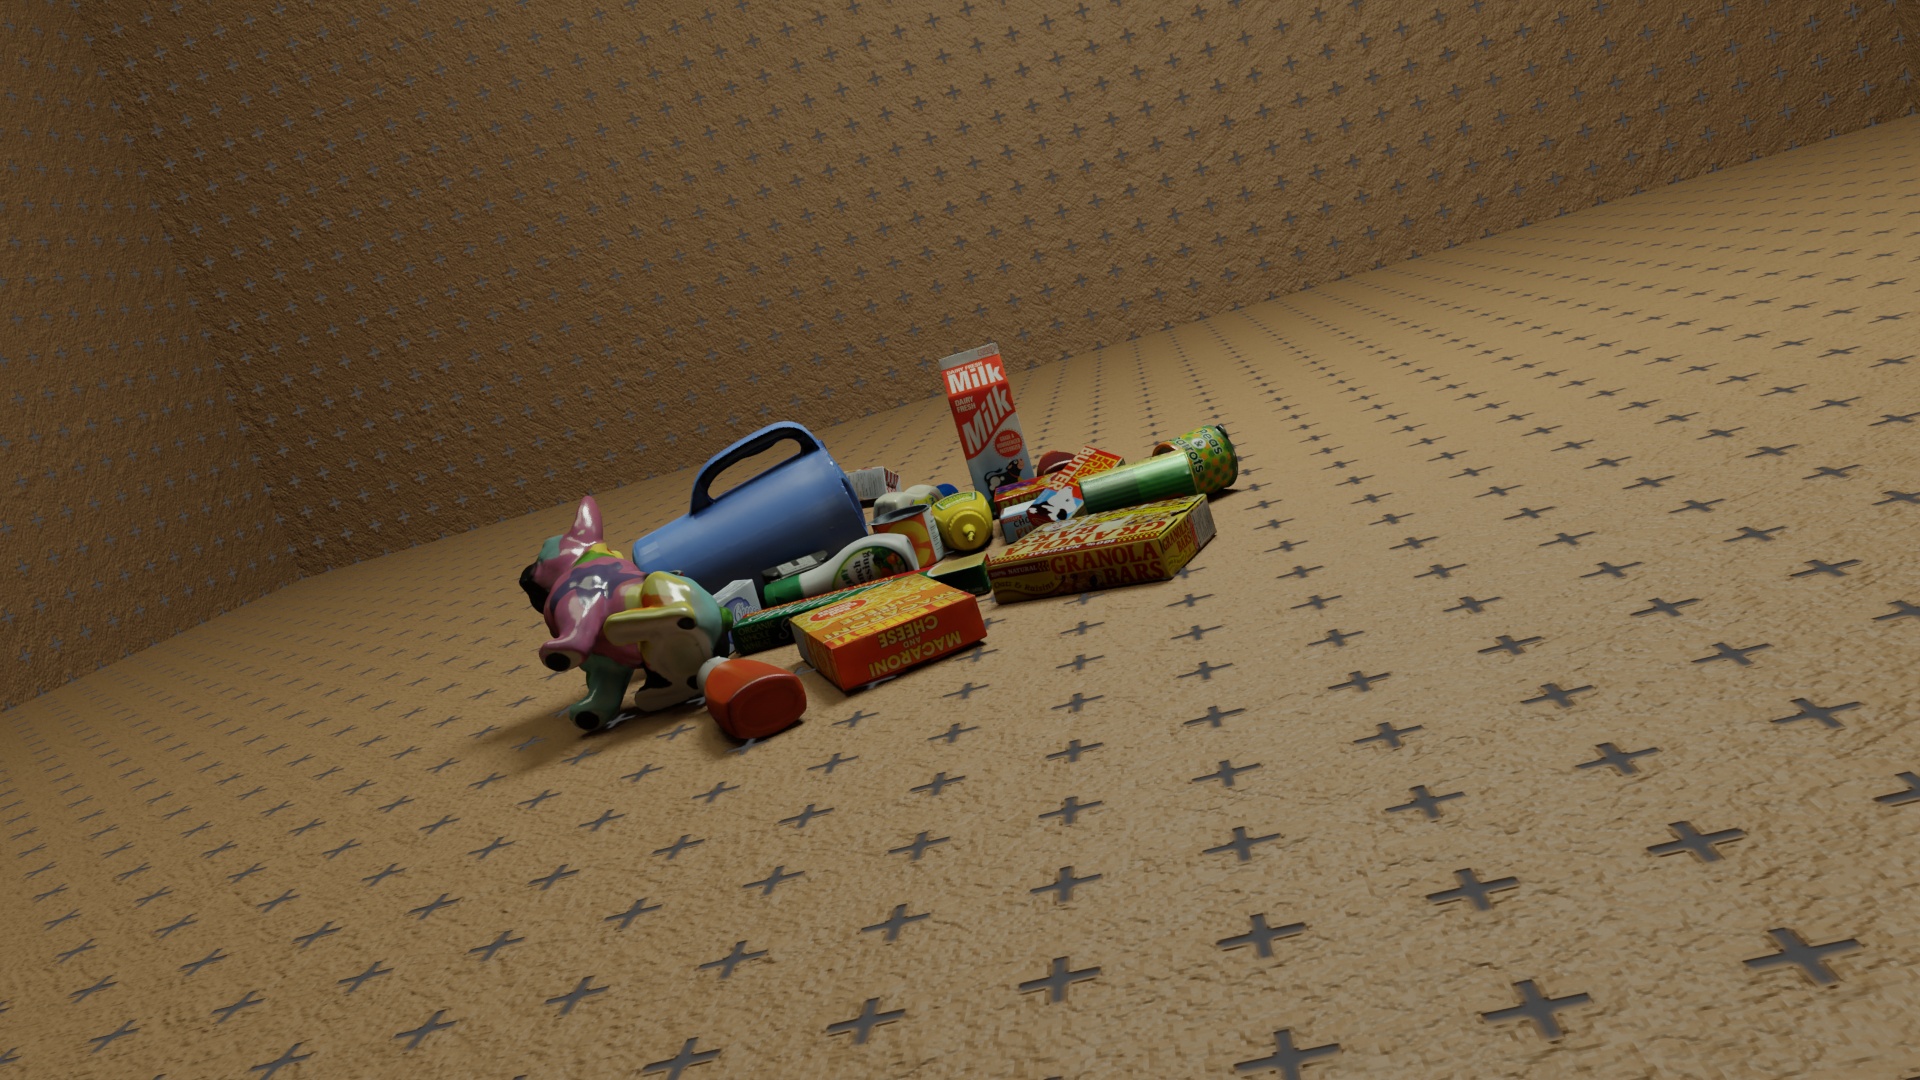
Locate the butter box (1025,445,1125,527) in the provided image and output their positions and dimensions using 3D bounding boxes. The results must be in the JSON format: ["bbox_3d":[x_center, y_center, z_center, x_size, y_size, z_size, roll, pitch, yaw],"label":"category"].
[{"bbox_3d":[0.118,-0.049,1.396,0.053,0.024,0.104,20,57,40],"label":"butter box"}]

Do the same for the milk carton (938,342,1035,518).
[{"bbox_3d":[0.034,-0.127,1.599,0.072,0.190,0.073,-17,11,2],"label":"milk carton"}]

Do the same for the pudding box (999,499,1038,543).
[{"bbox_3d":[0.084,-0.026,1.443,0.084,0.030,0.050,-16,10,6],"label":"pudding box"}]

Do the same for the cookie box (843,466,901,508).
[{"bbox_3d":[-0.162,-0.056,1.657,0.167,0.040,0.123,-7,-2,6],"label":"cookie box"}]

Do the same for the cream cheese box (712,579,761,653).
[{"bbox_3d":[-0.226,0.078,1.334,0.024,0.053,0.104,-11,12,22],"label":"cream cheese box"}]

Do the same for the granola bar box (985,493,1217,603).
[{"bbox_3d":[0.122,0.007,1.199,0.165,0.039,0.125,-11,13,31],"label":"granola bar box"}]

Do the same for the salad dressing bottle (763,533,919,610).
[{"bbox_3d":[-0.115,0.038,1.341,0.147,0.064,0.044,-19,13,5],"label":"salad dressing bottle"}]

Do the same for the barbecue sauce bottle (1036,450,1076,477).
[{"bbox_3d":[0.118,-0.081,1.632,0.065,0.043,0.149,-6,10,-3],"label":"barbecue sauce bottle"}]

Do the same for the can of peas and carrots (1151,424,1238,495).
[{"bbox_3d":[0.230,-0.075,1.365,0.059,0.071,0.071,-22,12,-23],"label":"can of peas and carrots"}]

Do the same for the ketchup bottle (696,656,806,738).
[{"bbox_3d":[-0.170,0.117,1.078,0.065,0.043,0.149,-20,11,-22],"label":"ketchup bottle"}]

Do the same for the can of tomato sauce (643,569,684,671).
[{"bbox_3d":[-0.289,0.078,1.347,0.071,0.083,0.071,-16,10,3],"label":"can of tomato sauce"}]

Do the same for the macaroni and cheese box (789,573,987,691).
[{"bbox_3d":[-0.063,0.073,1.146,0.124,0.040,0.166,-20,11,-16],"label":"macaroni and cheese box"}]

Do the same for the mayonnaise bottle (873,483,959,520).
[{"bbox_3d":[-0.048,-0.035,1.616,0.041,0.064,0.149,-1,13,28],"label":"mayonnaise bottle"}]

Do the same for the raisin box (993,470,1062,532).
[{"bbox_3d":[0.100,-0.048,1.510,0.123,0.040,0.086,-15,11,5],"label":"raisin box"}]

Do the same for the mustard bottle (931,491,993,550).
[{"bbox_3d":[0.005,-0.019,1.477,0.065,0.048,0.160,-19,11,-3],"label":"mustard bottle"}]

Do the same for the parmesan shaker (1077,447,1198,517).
[{"bbox_3d":[0.168,-0.040,1.300,0.103,0.071,0.071,-16,10,7],"label":"parmesan shaker"}]

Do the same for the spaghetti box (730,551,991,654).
[{"bbox_3d":[-0.092,0.059,1.289,0.250,0.028,0.050,-15,10,10],"label":"spaghetti box"}]

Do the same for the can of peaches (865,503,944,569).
[{"bbox_3d":[-0.057,-0.001,1.461,0.071,0.058,0.071,-17,11,3],"label":"can of peaches"}]
